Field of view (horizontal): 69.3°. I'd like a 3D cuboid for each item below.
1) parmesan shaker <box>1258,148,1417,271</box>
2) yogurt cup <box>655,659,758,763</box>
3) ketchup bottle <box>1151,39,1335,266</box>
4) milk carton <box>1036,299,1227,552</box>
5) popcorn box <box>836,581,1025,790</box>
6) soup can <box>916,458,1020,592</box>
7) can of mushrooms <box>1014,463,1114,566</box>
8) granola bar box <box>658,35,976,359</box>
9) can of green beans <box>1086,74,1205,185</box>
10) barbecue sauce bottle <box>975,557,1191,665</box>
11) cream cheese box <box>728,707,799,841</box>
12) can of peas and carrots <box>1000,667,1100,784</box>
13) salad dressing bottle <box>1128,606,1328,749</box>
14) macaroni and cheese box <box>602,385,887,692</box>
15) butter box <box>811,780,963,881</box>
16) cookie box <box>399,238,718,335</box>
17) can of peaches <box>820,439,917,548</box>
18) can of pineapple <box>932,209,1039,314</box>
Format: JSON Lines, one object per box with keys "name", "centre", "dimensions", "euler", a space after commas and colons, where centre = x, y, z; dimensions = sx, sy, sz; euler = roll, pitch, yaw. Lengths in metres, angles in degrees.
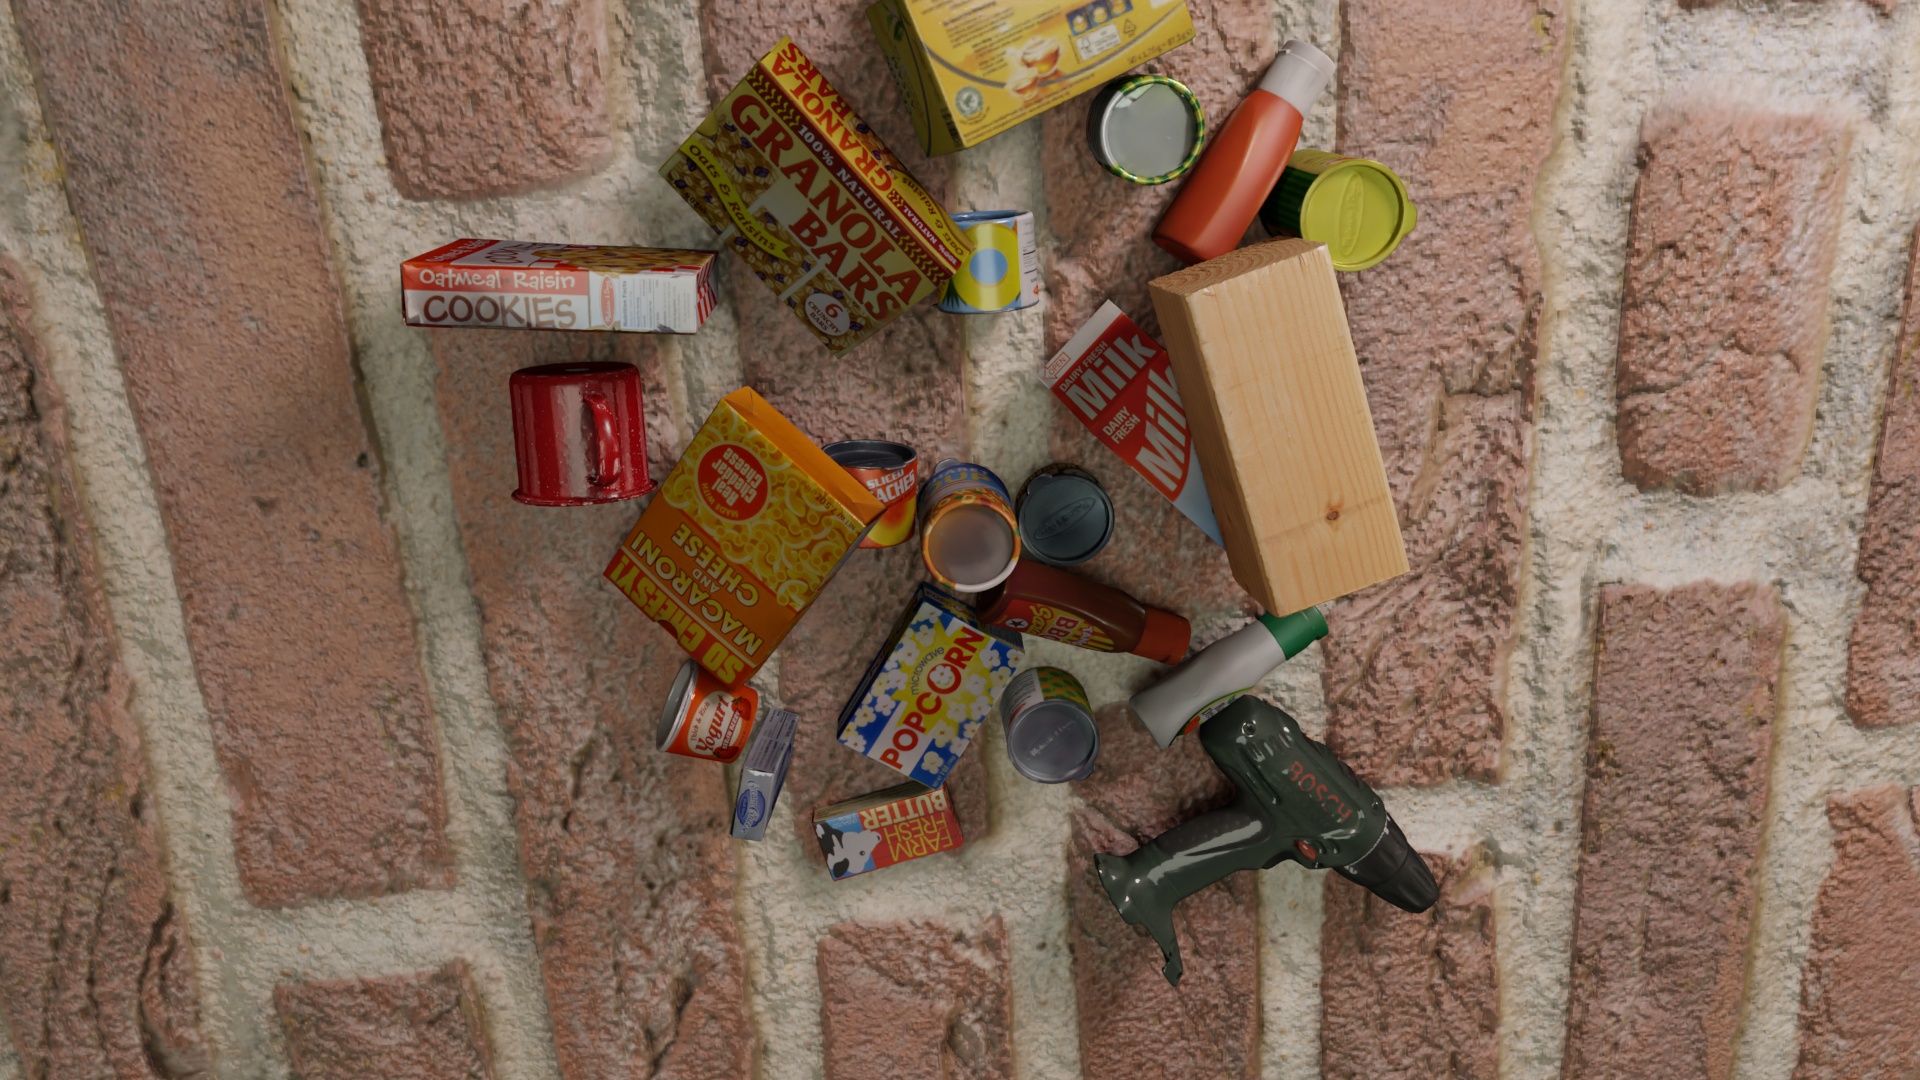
{"name": "parmesan shaker", "centre": [0.234, -0.209, 0.873], "dimensions": [0.071, 0.103, 0.071], "euler": [-1, 109, -3]}
{"name": "yogurt cup", "centre": [-0.177, 0.123, 0.977], "dimensions": [0.054, 0.072, 0.072], "euler": [22, 106, -19]}
{"name": "ketchup bottle", "centre": [0.181, -0.244, 0.882], "dimensions": [0.043, 0.065, 0.148], "euler": [29, 96, -26]}
{"name": "milk carton", "centre": [0.143, -0.073, 0.928], "dimensions": [0.190, 0.073, 0.072], "euler": [41, 100, -15]}
{"name": "popcorn box", "centre": [-0.022, 0.105, 0.994], "dimensions": [0.085, 0.038, 0.126], "euler": [29, 104, -12]}
{"name": "soup can", "centre": [0.003, -0.012, 0.933], "dimensions": [0.071, 0.084, 0.071], "euler": [-1, 108, -3]}
{"name": "can of mushrooms", "centre": [0.070, -0.020, 0.961], "dimensions": [0.071, 0.033, 0.070], "euler": [-1, 109, -3]}
{"name": "granola bar box", "centre": [-0.089, -0.204, 0.853], "dimensions": [0.165, 0.039, 0.123], "euler": [46, 138, -16]}
{"name": "can of green beans", "centre": [0.116, -0.258, 0.873], "dimensions": [0.071, 0.058, 0.071], "euler": [-1, 109, -4]}
{"name": "barbecue sauce bottle", "centre": [0.089, 0.052, 0.975], "dimensions": [0.148, 0.044, 0.064], "euler": [16, 151, -17]}
{"name": "cream cheese box", "centre": [-0.136, 0.162, 0.971], "dimensions": [0.024, 0.104, 0.053], "euler": [12, 106, 0]}
{"name": "can of peas and carrots", "centre": [0.065, 0.133, 0.999], "dimensions": [0.071, 0.059, 0.070], "euler": [-1, 109, -4]}
{"name": "salad dressing bottle", "centre": [0.193, 0.092, 0.995], "dimensions": [0.148, 0.064, 0.044], "euler": [-34, 74, 0]}
{"name": "macaroni and cheese box", "centre": [-0.145, 0.002, 0.913], "dimensions": [0.124, 0.040, 0.165], "euler": [41, 116, 3]}
{"name": "butter box", "centre": [-0.054, 0.214, 1.035], "dimensions": [0.103, 0.024, 0.053], "euler": [-16, 108, 1]}
{"name": "cookie box", "centre": [-0.238, -0.155, 0.848], "dimensions": [0.167, 0.123, 0.040], "euler": [1, 108, -4]}
{"name": "can of peaches", "centre": [-0.061, -0.031, 0.930], "dimensions": [0.071, 0.071, 0.057], "euler": [1, 109, -4]}
{"name": "can of pineapple", "centre": [0.014, -0.179, 0.888], "dimensions": [0.071, 0.071, 0.057], "euler": [-5, 108, -2]}
